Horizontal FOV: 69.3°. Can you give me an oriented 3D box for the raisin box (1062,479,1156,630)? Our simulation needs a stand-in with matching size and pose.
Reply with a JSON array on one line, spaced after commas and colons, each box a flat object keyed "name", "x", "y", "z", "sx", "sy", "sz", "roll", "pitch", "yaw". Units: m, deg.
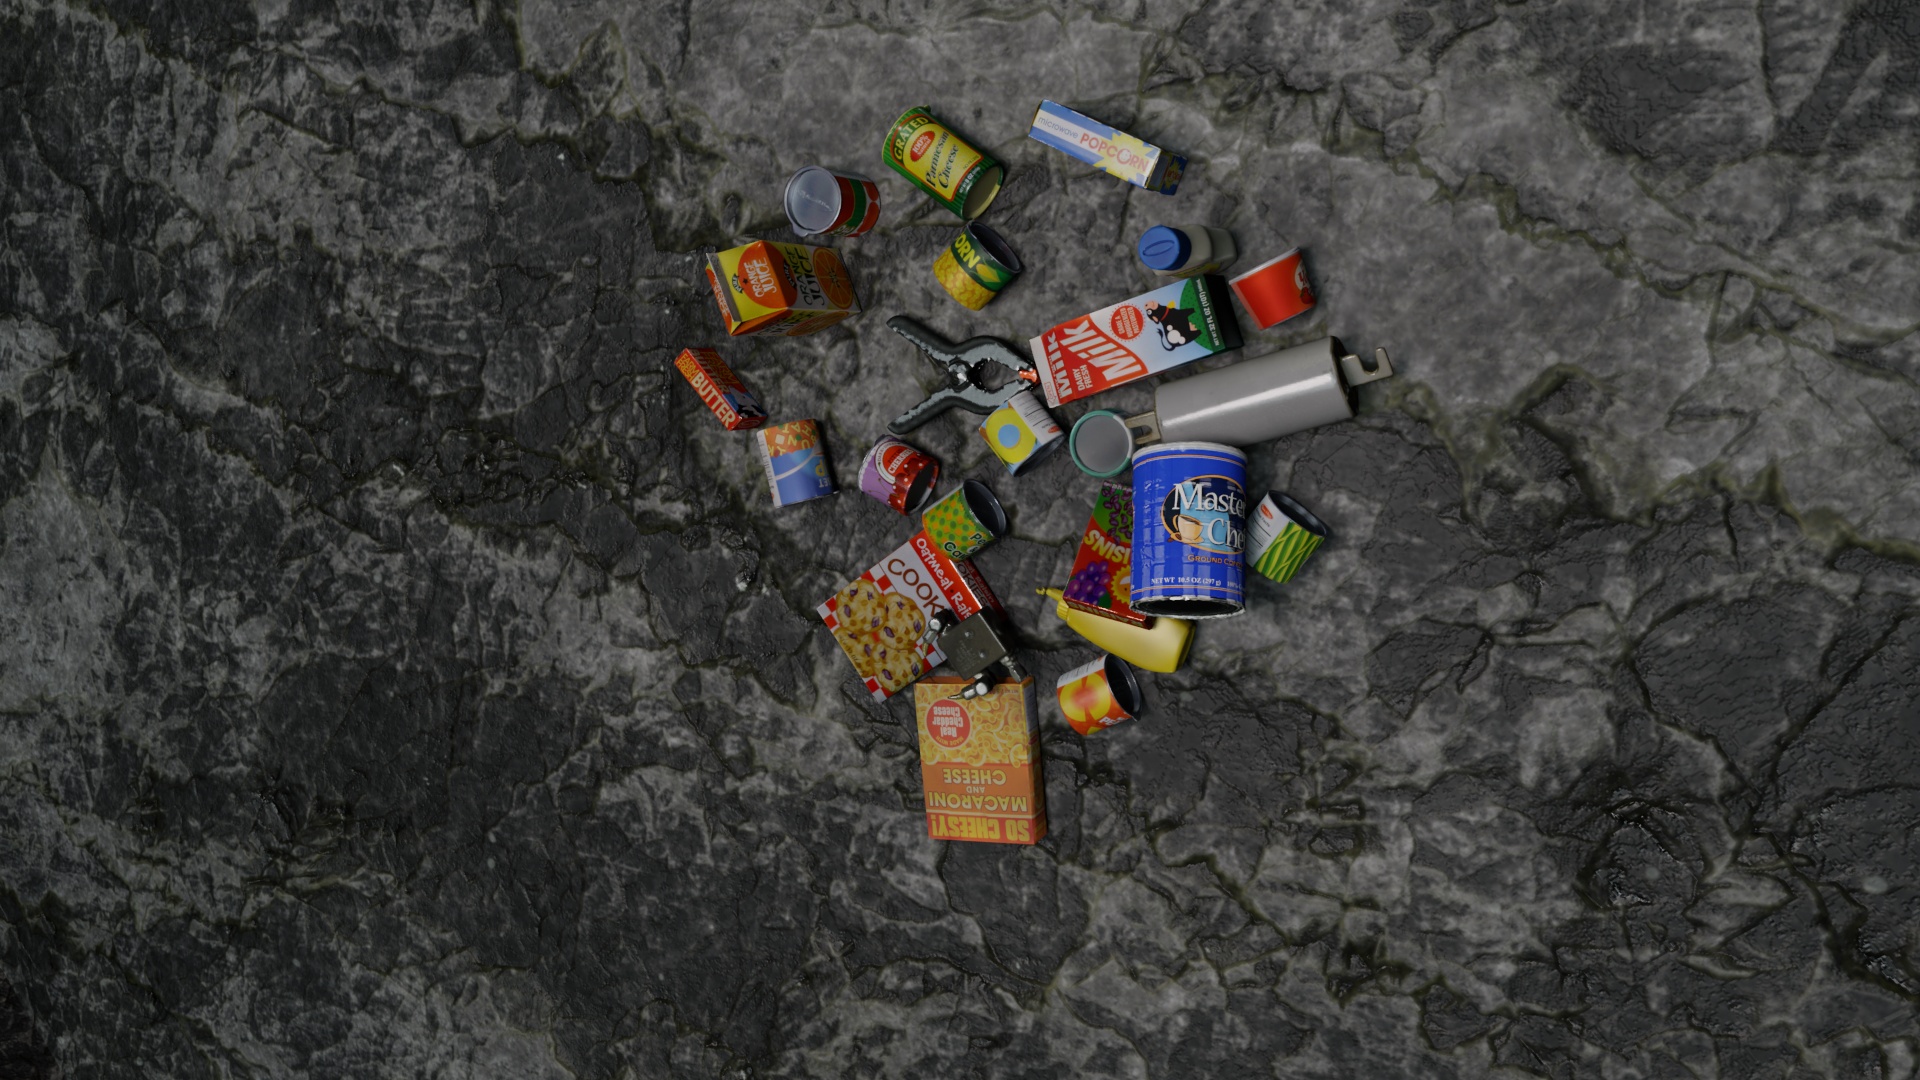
[{"name": "raisin box", "x": 0.157, "y": 0.014, "z": 1.314, "sx": 0.086, "sy": 0.040, "sz": 0.123, "roll": 16, "pitch": 76, "yaw": 21}]

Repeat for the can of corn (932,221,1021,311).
[{"name": "can of corn", "x": 0.014, "y": -0.267, "z": 1.349, "sx": 0.058, "sy": 0.071, "sz": 0.071, "roll": -43, "pitch": 80, "yaw": 25}]

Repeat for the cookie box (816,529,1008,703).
[{"name": "cookie box", "x": -0.051, "y": 0.075, "z": 1.450, "sx": 0.167, "sy": 0.040, "sz": 0.123, "roll": -36, "pitch": 84, "yaw": 26}]

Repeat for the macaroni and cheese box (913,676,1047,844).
[{"name": "macaroni and cheese box", "x": 0.022, "y": 0.226, "z": 1.439, "sx": 0.123, "sy": 0.040, "sz": 0.166, "roll": -2, "pitch": 97, "yaw": 25}]

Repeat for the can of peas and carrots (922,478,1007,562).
[{"name": "can of peas and carrots", "x": 0.005, "y": -0.017, "z": 1.393, "sx": 0.058, "sy": 0.071, "sz": 0.071, "roll": -35, "pitch": 83, "yaw": 27}]

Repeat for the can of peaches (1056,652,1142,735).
[{"name": "can of peaches", "x": 0.136, "y": 0.153, "z": 1.358, "sx": 0.058, "sy": 0.071, "sz": 0.071, "roll": -27, "pitch": 86, "yaw": 27}]

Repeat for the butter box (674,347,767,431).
[{"name": "butter box", "x": -0.260, "y": -0.164, "z": 1.504, "sx": 0.024, "sy": 0.053, "sz": 0.103, "roll": -44, "pitch": 79, "yaw": 23}]

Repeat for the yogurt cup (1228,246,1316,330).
[{"name": "yogurt cup", "x": 0.280, "y": -0.222, "z": 1.235, "sx": 0.072, "sy": 0.073, "sz": 0.054, "roll": -24, "pitch": 96, "yaw": 27}]

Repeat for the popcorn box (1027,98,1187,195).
[{"name": "popcorn box", "x": 0.135, "y": -0.359, "z": 1.269, "sx": 0.127, "sy": 0.085, "sz": 0.038, "roll": 30, "pitch": 109, "yaw": 19}]

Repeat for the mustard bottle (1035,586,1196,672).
[{"name": "mustard bottle", "x": 0.147, "y": 0.074, "z": 1.351, "sx": 0.160, "sy": 0.049, "sz": 0.065, "roll": 24, "pitch": 103, "yaw": 21}]

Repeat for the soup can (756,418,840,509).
[{"name": "soup can", "x": -0.171, "y": -0.082, "z": 1.469, "sx": 0.071, "sy": 0.071, "sz": 0.083, "roll": -13, "pitch": 92, "yaw": 27}]

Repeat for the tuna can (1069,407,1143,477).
[{"name": "tuna can", "x": 0.138, "y": -0.093, "z": 1.338, "sx": 0.071, "sy": 0.033, "sz": 0.071, "roll": 4, "pitch": 100, "yaw": 24}]

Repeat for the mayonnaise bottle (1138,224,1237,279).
[{"name": "mayonnaise bottle", "x": 0.196, "y": -0.254, "z": 1.221, "sx": 0.064, "sy": 0.148, "sz": 0.041, "roll": -15, "pitch": 92, "yaw": 27}]

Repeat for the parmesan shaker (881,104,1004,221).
[{"name": "parmesan shaker", "x": -0.015, "y": -0.368, "z": 1.350, "sx": 0.103, "sy": 0.071, "sz": 0.071, "roll": 39, "pitch": 112, "yaw": 15}]

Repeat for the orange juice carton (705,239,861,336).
[{"name": "orange juice carton", "x": -0.183, "y": -0.248, "z": 1.377, "sx": 0.073, "sy": 0.193, "sz": 0.072, "roll": -21, "pitch": 88, "yaw": 26}]

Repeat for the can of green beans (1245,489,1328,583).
[{"name": "can of green beans", "x": 0.290, "y": -0.003, "z": 1.262, "sx": 0.071, "sy": 0.071, "sz": 0.057, "roll": 41, "pitch": 114, "yaw": 14}]

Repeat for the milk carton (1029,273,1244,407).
[{"name": "milk carton", "x": 0.157, "y": -0.183, "z": 1.292, "sx": 0.190, "sy": 0.073, "sz": 0.072, "roll": -16, "pitch": 92, "yaw": 27}]

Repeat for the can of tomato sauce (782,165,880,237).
[{"name": "can of tomato sauce", "x": -0.129, "y": -0.338, "z": 1.398, "sx": 0.071, "sy": 0.083, "sz": 0.071, "roll": 4, "pitch": 100, "yaw": 25}]

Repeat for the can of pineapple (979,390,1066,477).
[{"name": "can of pineapple", "x": 0.059, "y": -0.103, "z": 1.355, "sx": 0.070, "sy": 0.071, "sz": 0.058, "roll": -42, "pitch": 80, "yaw": 25}]

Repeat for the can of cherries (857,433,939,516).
[{"name": "can of cherries", "x": -0.063, "y": -0.068, "z": 1.416, "sx": 0.058, "sy": 0.072, "sz": 0.071, "roll": 30, "pitch": 110, "yaw": 18}]
